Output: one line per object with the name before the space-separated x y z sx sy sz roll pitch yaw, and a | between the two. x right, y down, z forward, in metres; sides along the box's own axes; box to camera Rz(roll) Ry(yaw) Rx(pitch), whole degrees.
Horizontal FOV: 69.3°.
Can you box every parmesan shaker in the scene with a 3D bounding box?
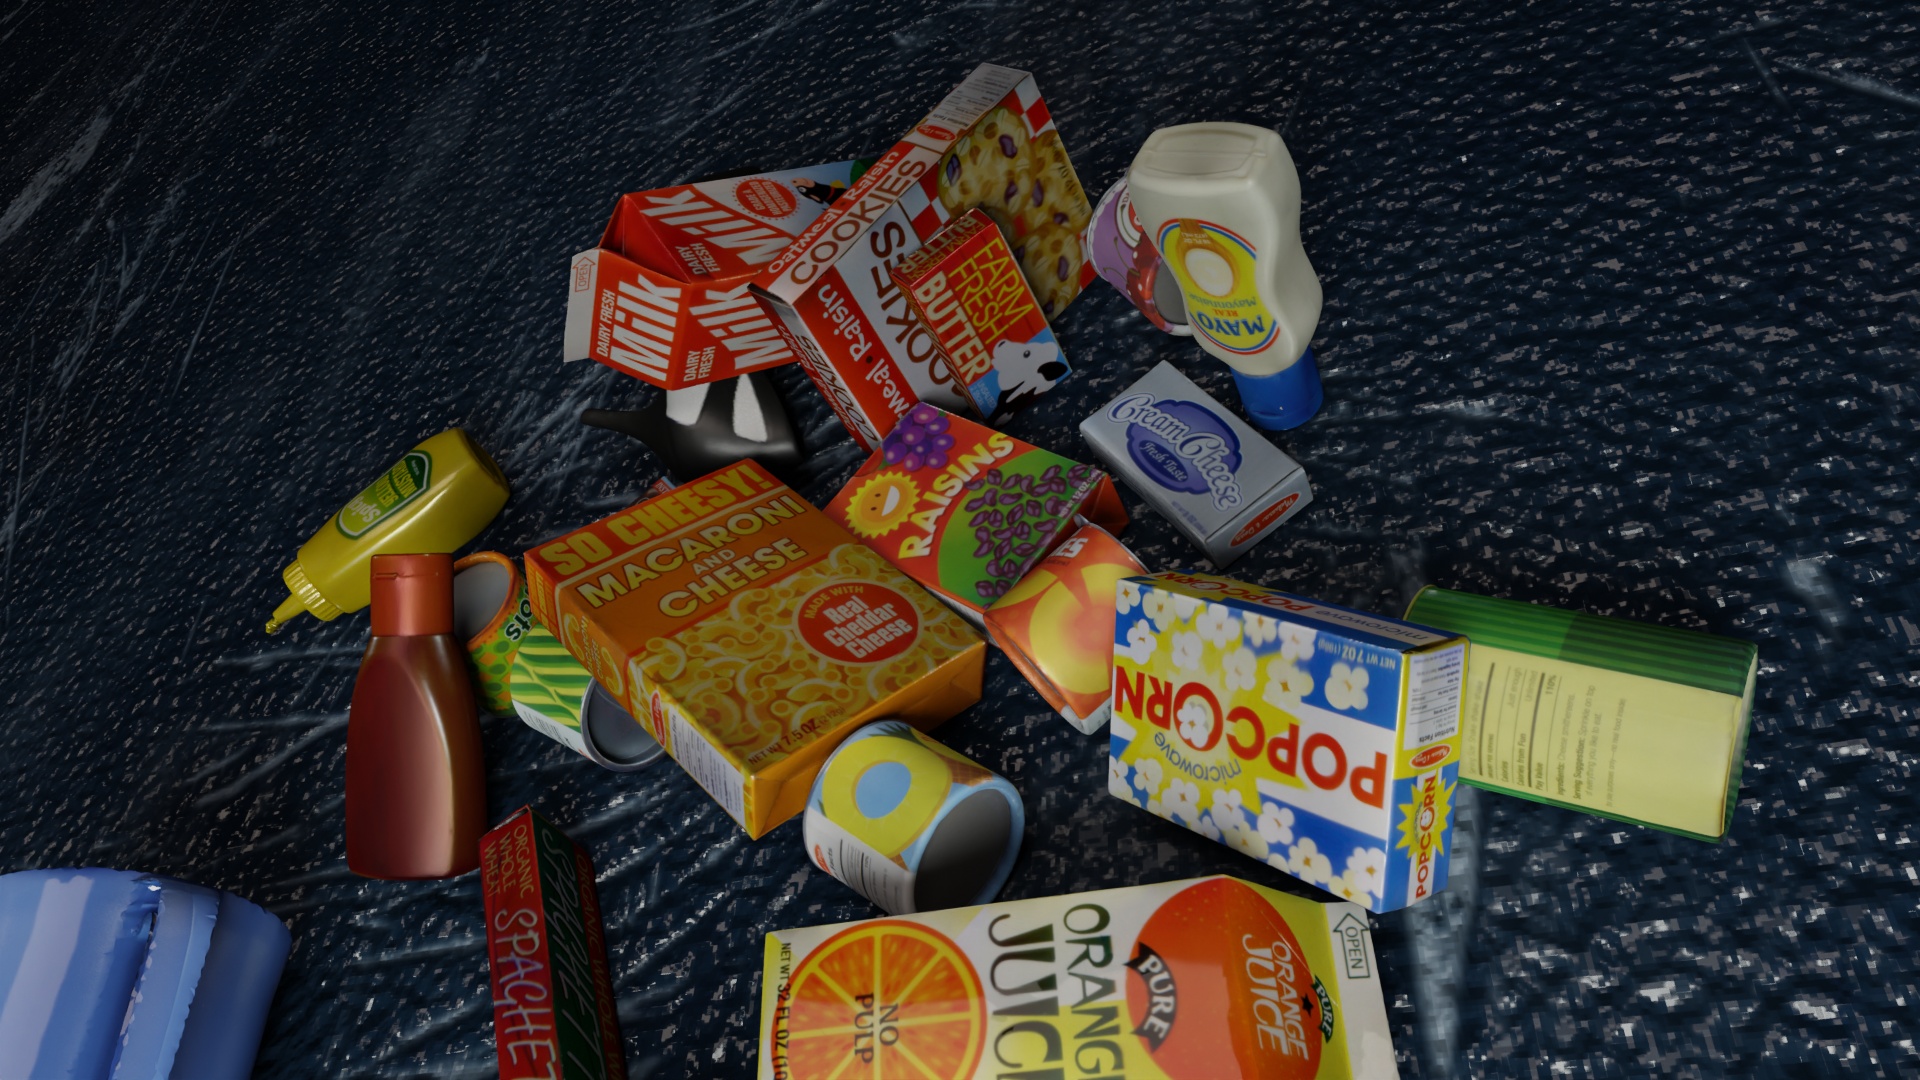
parmesan shaker | 0.202 0.058 0.463 0.103 0.071 0.071 10 59 33

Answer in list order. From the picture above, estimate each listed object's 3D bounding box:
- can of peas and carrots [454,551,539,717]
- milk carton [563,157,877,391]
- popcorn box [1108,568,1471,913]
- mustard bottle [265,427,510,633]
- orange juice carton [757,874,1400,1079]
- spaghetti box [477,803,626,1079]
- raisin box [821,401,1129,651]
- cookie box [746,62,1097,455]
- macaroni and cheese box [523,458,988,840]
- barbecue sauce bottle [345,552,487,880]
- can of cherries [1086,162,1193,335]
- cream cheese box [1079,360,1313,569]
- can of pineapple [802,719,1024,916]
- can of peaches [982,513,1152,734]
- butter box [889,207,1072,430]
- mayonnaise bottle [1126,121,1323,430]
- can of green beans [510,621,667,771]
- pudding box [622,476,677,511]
can of peas and carrots | -0.235 0.047 0.708 0.071 0.058 0.071 -15 49 17
milk carton | -0.112 -0.136 0.713 0.191 0.072 0.073 -20 59 -33
popcorn box | 0.107 0.062 0.475 0.038 0.085 0.127 -7 13 -36
mustard bottle | -0.340 0.002 0.809 0.160 0.048 0.065 -40 44 -7
orange juice carton | 0.038 0.160 0.443 0.193 0.072 0.072 -9 51 8
spaghetti box | -0.150 0.213 0.530 0.029 0.050 0.251 -29 45 2
raisin box | 0.002 -0.008 0.641 0.123 0.040 0.086 25 69 41
cookie box | -0.010 -0.134 0.694 0.168 0.122 0.040 -47 46 -13
macaroni and cheese box | -0.090 0.038 0.599 0.124 0.040 0.167 -27 48 -35
barbecue sauce bottle | -0.254 0.080 0.647 0.065 0.044 0.148 -1 90 17
can of cherries | 0.103 -0.144 0.677 0.071 0.071 0.058 -34 45 -1
cream cheese box | 0.103 -0.036 0.621 0.053 0.024 0.104 -37 45 -4
can of pineapple | -0.016 0.109 0.535 0.058 0.070 0.071 22 66 39
can of peaches | 0.049 0.034 0.560 0.058 0.071 0.071 -41 46 -7
butter box | 0.012 -0.106 0.672 0.053 0.103 0.024 -38 45 -4
mayonnaise bottle | 0.120 -0.106 0.583 0.065 0.147 0.041 13 61 36
can of green beans | -0.166 0.067 0.649 0.058 0.071 0.071 16 63 37
pudding box | -0.145 0.008 0.713 0.050 0.030 0.084 -41 46 -10
